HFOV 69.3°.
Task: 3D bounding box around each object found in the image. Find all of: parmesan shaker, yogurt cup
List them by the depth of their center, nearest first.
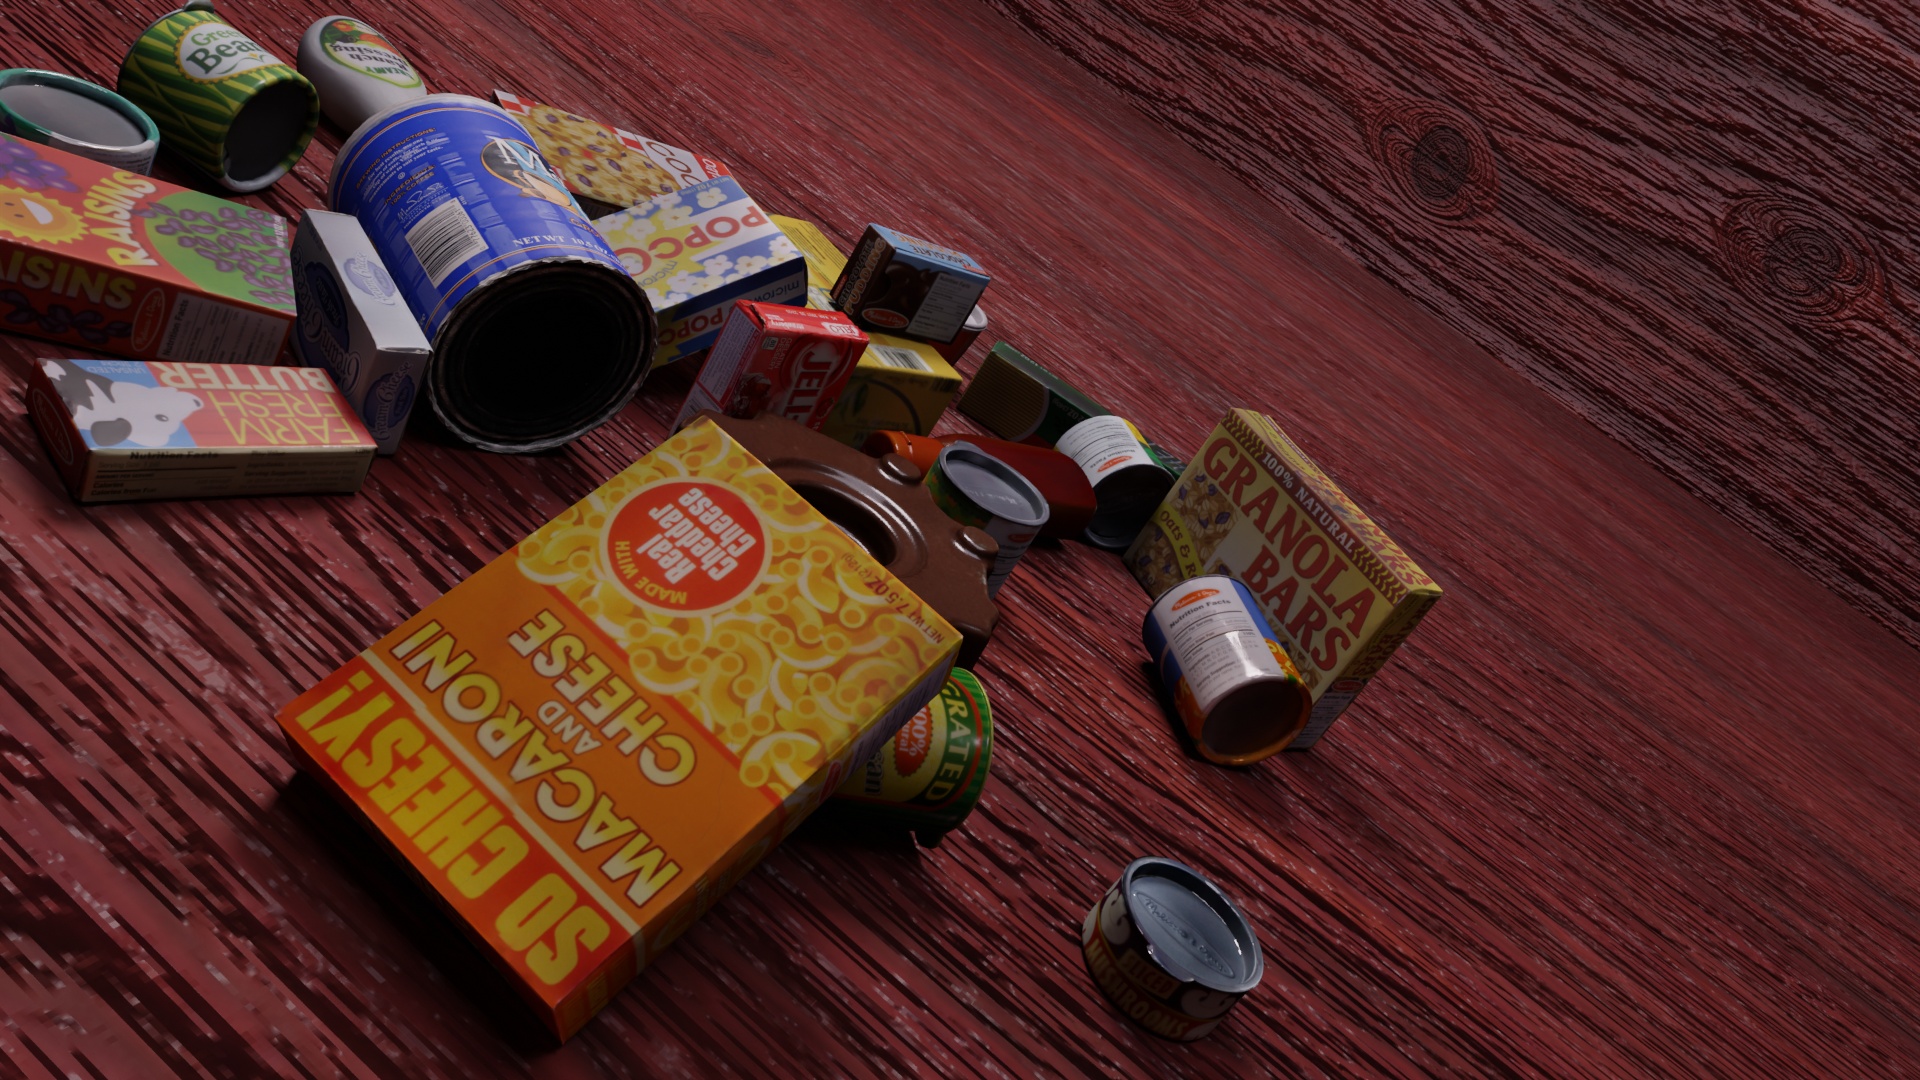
[{"bbox_3d":[-0.048,0.074,0.519,0.103,0.071,0.071,15,31,-33],"label":"parmesan shaker"},{"bbox_3d":[-0.023,-0.144,0.946,0.072,0.053,0.073,27,26,-14],"label":"yogurt cup"}]

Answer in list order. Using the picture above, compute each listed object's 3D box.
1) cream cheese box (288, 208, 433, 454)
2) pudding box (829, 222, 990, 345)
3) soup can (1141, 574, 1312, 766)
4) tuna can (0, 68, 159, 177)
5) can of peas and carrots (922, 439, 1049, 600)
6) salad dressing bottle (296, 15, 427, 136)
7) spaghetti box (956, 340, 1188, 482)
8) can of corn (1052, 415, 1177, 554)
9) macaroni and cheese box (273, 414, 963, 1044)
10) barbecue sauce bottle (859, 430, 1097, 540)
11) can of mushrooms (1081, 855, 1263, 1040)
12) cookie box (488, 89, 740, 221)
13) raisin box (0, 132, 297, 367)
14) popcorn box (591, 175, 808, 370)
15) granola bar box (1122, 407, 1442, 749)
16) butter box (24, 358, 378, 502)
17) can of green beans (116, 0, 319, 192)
[{"bbox_3d":[-0.254,-0.087,0.578,0.024,0.053,0.104,0,40,-45],"label":"cream cheese box"},{"bbox_3d":[-0.027,-0.144,0.789,0.084,0.049,0.030,5,36,-48],"label":"pudding box"},{"bbox_3d":[0.143,0.071,0.747,0.071,0.071,0.084,19,29,-27],"label":"soup can"},{"bbox_3d":[-0.388,-0.174,0.601,0.071,0.032,0.071,27,26,-14],"label":"tuna can"},{"bbox_3d":[0.003,-0.009,0.731,0.071,0.058,0.071,27,25,-13],"label":"can of peas and carrots"},{"bbox_3d":[-0.323,-0.241,0.782,0.064,0.043,0.148,-3,43,-50],"label":"salad dressing bottle"},{"bbox_3d":[0.114,-0.046,0.937,0.250,0.050,0.029,34,27,0],"label":"spaghetti box"},{"bbox_3d":[0.096,-0.035,0.882,0.071,0.071,0.058,17,29,-32],"label":"can of corn"},{"bbox_3d":[-0.100,0.050,0.436,0.124,0.040,0.167,40,58,15],"label":"macaroni and cheese box"},{"bbox_3d":[0.009,-0.036,0.805,0.149,0.043,0.065,8,35,-41],"label":"barbecue sauce bottle"},{"bbox_3d":[0.083,0.162,0.550,0.071,0.033,0.071,27,26,-14],"label":"can of mushrooms"},{"bbox_3d":[-0.207,-0.217,0.880,0.168,0.040,0.123,8,35,-41],"label":"cookie box"},{"bbox_3d":[-0.334,-0.112,0.546,0.123,0.040,0.086,13,32,-38],"label":"raisin box"},{"bbox_3d":[-0.155,-0.137,0.728,0.127,0.038,0.085,-27,57,-22],"label":"popcorn box"},{"bbox_3d":[0.182,0.020,0.811,0.039,0.123,0.166,8,35,-40],"label":"granola bar box"},{"bbox_3d":[-0.273,-0.041,0.506,0.053,0.024,0.104,46,28,24],"label":"butter box"},{"bbox_3d":[-0.354,-0.210,0.665,0.058,0.071,0.071,35,25,2],"label":"can of green beans"}]
